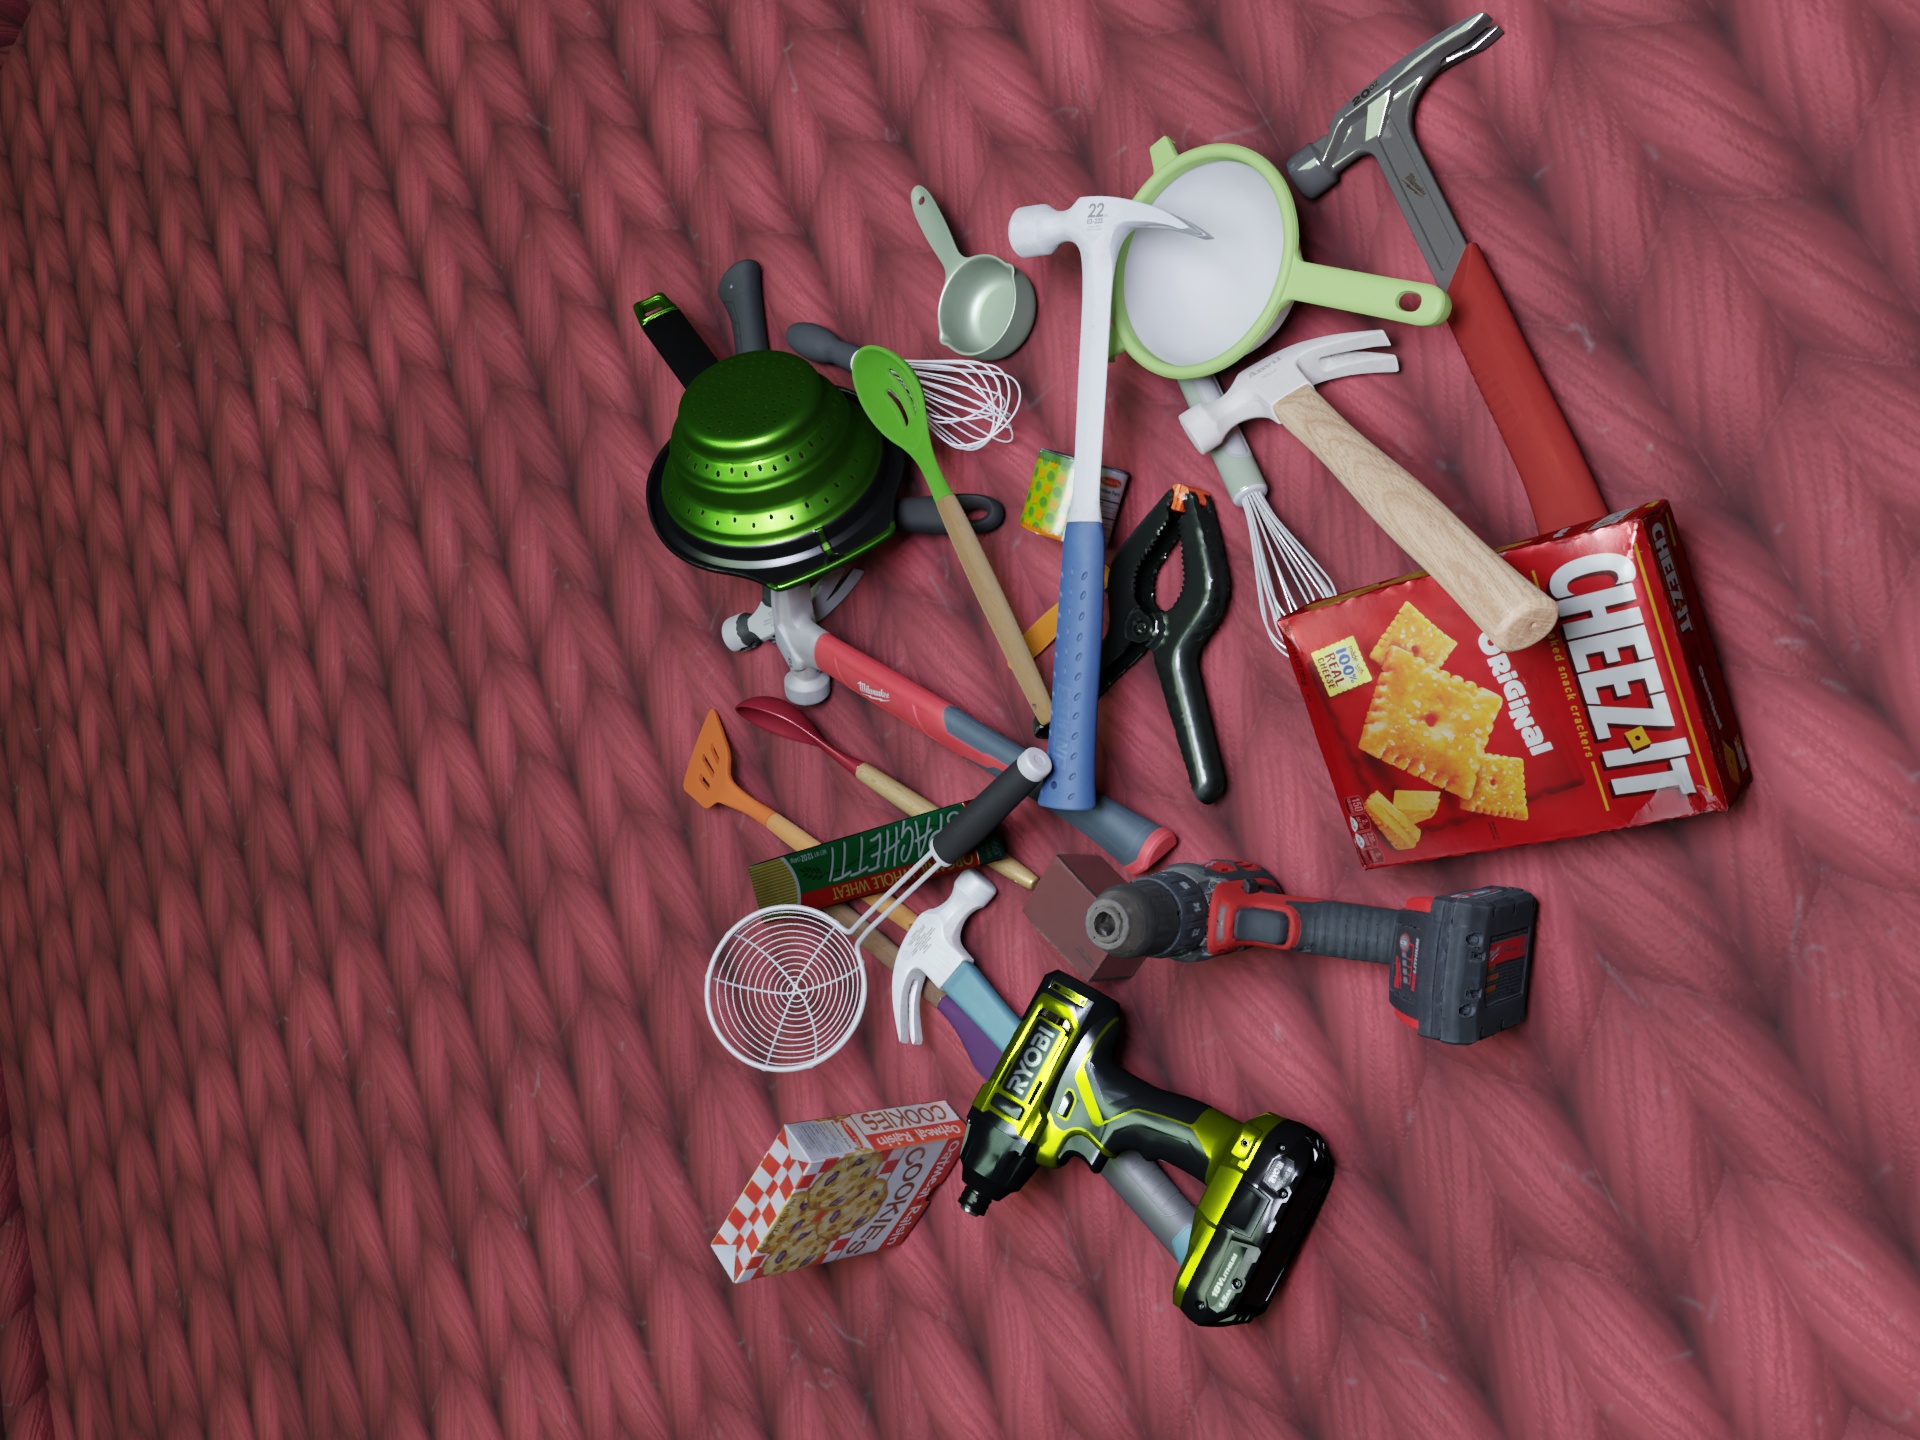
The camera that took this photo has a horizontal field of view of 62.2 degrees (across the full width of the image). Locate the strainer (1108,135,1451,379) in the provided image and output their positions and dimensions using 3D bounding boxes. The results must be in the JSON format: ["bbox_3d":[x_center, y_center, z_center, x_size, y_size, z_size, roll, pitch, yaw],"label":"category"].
[{"bbox_3d":[0.210,-0.281,1.021,0.257,0.069,0.151,26,107,41],"label":"strainer"}]

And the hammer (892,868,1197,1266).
[{"bbox_3d":[0.069,0.258,1.123,0.128,0.033,0.331,-50,60,8],"label":"hammer"}]

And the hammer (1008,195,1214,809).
[{"bbox_3d":[0.088,-0.143,1.059,0.144,0.035,0.405,6,95,38],"label":"hammer"}]

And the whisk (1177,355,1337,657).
[{"bbox_3d":[0.194,-0.142,1.048,0.059,0.057,0.247,118,138,-57],"label":"whisk"}]

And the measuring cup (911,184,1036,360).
[{"bbox_3d":[0.006,-0.348,1.225,0.083,0.038,0.168,-41,61,31],"label":"measuring cup"}]

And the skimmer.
[{"bbox_3d":[-0.064,0.134,1.145,0.127,0.090,0.363,56,131,14],"label":"skimmer"}]

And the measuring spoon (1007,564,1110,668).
[{"bbox_3d":[0.074,-0.074,1.168,0.117,0.011,0.021,-44,62,33],"label":"measuring spoon"}]

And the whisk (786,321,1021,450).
[{"bbox_3d":[-0.055,-0.273,1.260,0.285,0.070,0.070,31,107,42],"label":"whisk"}]

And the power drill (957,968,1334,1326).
[{"bbox_3d":[0.110,0.286,1.034,0.223,0.080,0.171,26,84,32],"label":"power drill"}]

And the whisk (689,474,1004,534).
[{"bbox_3d":[-0.106,-0.162,1.256,0.296,0.073,0.073,2,89,21],"label":"whisk"}]

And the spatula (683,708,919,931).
[{"bbox_3d":[-0.134,0.094,1.323,0.323,0.041,0.081,32,108,32],"label":"spatula"}]

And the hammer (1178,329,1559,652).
[{"bbox_3d":[0.242,-0.139,0.916,0.130,0.031,0.332,-33,37,6],"label":"hammer"}]

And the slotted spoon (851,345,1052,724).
[{"bbox_3d":[-0.001,-0.138,1.162,0.070,0.031,0.314,-41,70,55],"label":"slotted spoon"}]

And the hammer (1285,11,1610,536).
[{"bbox_3d":[0.322,-0.241,0.952,0.149,0.036,0.359,-32,67,34],"label":"hammer"}]

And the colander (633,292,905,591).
[{"bbox_3d":[-0.189,-0.266,1.260,0.204,0.094,0.398,-28,52,-11],"label":"colander"}]

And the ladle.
[{"bbox_3d":[-0.061,0.052,1.250,0.316,0.069,0.031,31,83,32],"label":"ladle"}]

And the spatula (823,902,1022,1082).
[{"bbox_3d":[-0.029,0.201,1.229,0.316,0.018,0.060,35,102,35],"label":"spatula"}]

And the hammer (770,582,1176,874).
[{"bbox_3d":[-0.002,-0.004,1.176,0.387,0.038,0.143,30,139,34],"label":"hammer"}]

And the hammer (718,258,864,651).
[{"bbox_3d":[-0.164,-0.236,1.360,0.146,0.035,0.335,-18,76,39],"label":"hammer"}]

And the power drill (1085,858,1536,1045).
[{"bbox_3d":[0.201,0.126,0.935,0.227,0.187,0.080,7,92,36],"label":"power drill"}]
